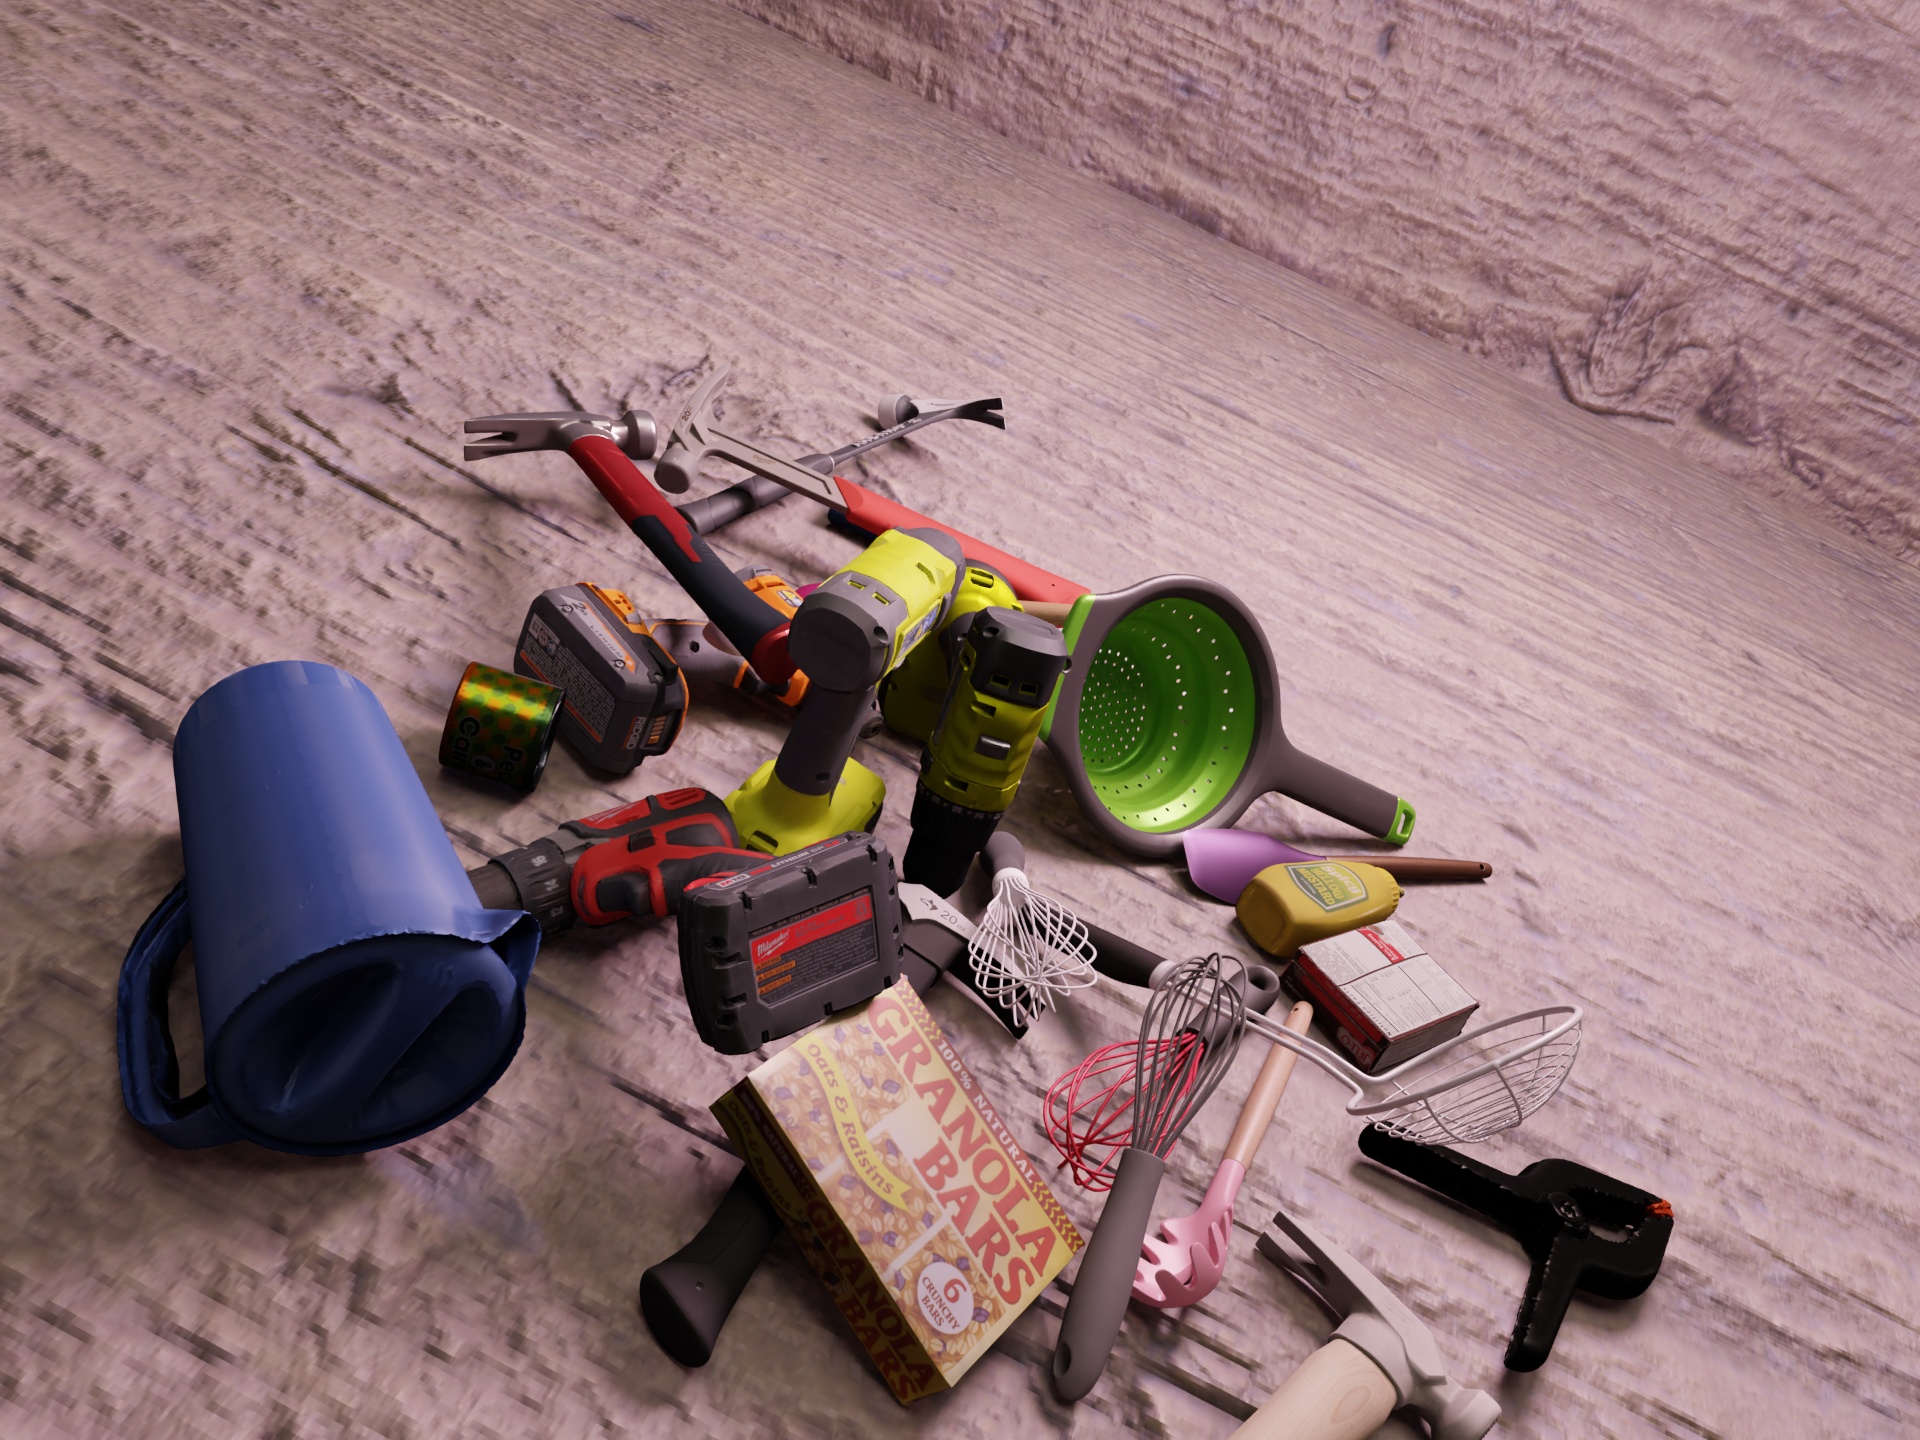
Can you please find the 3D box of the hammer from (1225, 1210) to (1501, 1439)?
[{"bbox_3d":[0.089,0.356,0.706,0.410,0.038,0.146,-15,47,-45],"label":"hammer"}]

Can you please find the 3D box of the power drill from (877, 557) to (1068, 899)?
[{"bbox_3d":[-0.002,-0.003,1.066,0.080,0.190,0.229,16,18,-13],"label":"power drill"}]

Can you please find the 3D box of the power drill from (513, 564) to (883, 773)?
[{"bbox_3d":[-0.163,-0.032,1.073,0.164,0.084,0.226,43,32,26],"label":"power drill"}]

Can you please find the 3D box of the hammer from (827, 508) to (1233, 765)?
[{"bbox_3d":[0.071,-0.092,1.355,0.405,0.035,0.144,30,32,9],"label":"hammer"}]

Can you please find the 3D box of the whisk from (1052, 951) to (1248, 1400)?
[{"bbox_3d":[0.095,0.223,0.803,0.055,0.055,0.239,24,65,0],"label":"whisk"}]

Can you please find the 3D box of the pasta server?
[{"bbox_3d":[0.162,0.239,0.925,0.040,0.060,0.316,61,31,-7],"label":"pasta server"}]

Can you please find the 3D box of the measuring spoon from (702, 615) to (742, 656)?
[{"bbox_3d":[-0.162,-0.083,1.057,0.034,0.018,0.124,13,30,-31],"label":"measuring spoon"}]

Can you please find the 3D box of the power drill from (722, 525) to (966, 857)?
[{"bbox_3d":[-0.067,-0.008,0.960,0.080,0.223,0.171,30,32,8],"label":"power drill"}]

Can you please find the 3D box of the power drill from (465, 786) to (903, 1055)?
[{"bbox_3d":[-0.159,0.097,0.820,0.188,0.080,0.227,-18,19,-39],"label":"power drill"}]

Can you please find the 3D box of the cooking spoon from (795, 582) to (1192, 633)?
[{"bbox_3d":[0.023,-0.087,1.235,0.319,0.017,0.069,6,27,10],"label":"cooking spoon"}]

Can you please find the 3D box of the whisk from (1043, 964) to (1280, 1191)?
[{"bbox_3d":[0.130,0.201,0.948,0.073,0.073,0.296,37,27,20],"label":"whisk"}]

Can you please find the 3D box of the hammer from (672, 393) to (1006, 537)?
[{"bbox_3d":[-0.110,-0.228,1.400,0.149,0.036,0.409,5,25,33],"label":"hammer"}]

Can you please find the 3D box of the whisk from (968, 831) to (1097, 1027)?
[{"bbox_3d":[0.031,0.109,0.946,0.070,0.070,0.285,20,8,-6],"label":"whisk"}]

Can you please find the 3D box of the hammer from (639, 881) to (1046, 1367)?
[{"bbox_3d":[-0.064,0.198,0.830,0.146,0.035,0.335,33,34,3],"label":"hammer"}]

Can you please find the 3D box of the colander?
[{"bbox_3d":[0.194,0.020,1.217,0.396,0.204,0.094,23,-7,-33],"label":"colander"}]

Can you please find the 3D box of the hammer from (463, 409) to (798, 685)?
[{"bbox_3d":[-0.214,-0.127,1.067,0.143,0.038,0.387,-8,33,-30],"label":"hammer"}]

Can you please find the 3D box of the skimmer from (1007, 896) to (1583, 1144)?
[{"bbox_3d":[0.166,0.142,0.901,0.127,0.090,0.363,-17,27,-42],"label":"skimmer"}]

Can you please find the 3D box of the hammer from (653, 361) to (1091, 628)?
[{"bbox_3d":[-0.061,-0.171,1.294,0.359,0.036,0.149,24,45,-5],"label":"hammer"}]

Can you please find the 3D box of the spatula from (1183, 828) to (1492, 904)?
[{"bbox_3d":[0.296,0.113,1.214,0.315,0.018,0.060,4,64,-32],"label":"spatula"}]
